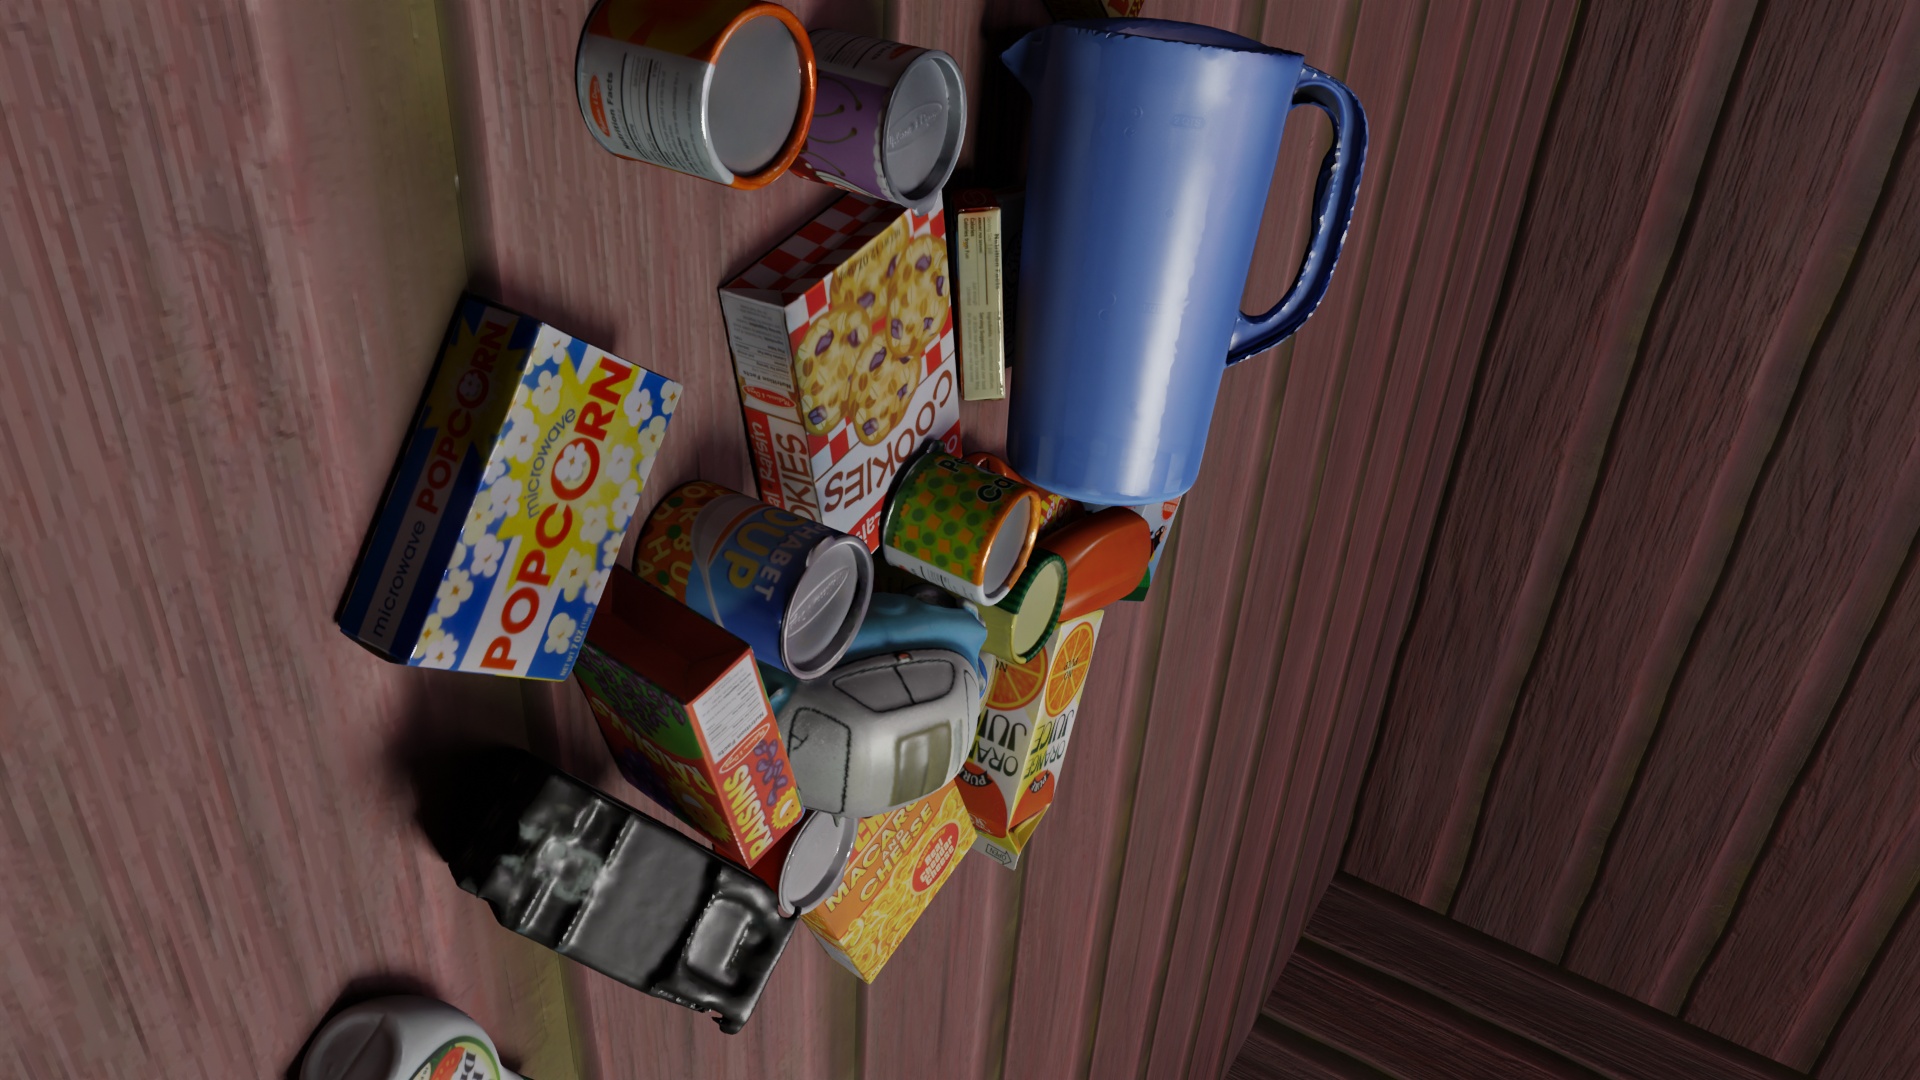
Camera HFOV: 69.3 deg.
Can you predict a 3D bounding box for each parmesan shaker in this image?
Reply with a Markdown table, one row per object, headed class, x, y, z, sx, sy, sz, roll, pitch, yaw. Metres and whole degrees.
| class | x | y | z | sx | sy | sz | roll | pitch | yaw |
| --- | --- | --- | --- | --- | --- | --- | --- | --- | --- |
| parmesan shaker | 0.001 | 0.023 | 0.782 | 0.072 | 0.103 | 0.071 | -45 | 146 | -42 |

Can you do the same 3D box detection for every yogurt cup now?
| class | x | y | z | sx | sy | sz | roll | pitch | yaw |
| --- | --- | --- | --- | --- | --- | --- | --- | --- | --- |
| yogurt cup | -0.095 | 0.160 | 0.749 | 0.073 | 0.054 | 0.072 | -44 | 145 | -42 |

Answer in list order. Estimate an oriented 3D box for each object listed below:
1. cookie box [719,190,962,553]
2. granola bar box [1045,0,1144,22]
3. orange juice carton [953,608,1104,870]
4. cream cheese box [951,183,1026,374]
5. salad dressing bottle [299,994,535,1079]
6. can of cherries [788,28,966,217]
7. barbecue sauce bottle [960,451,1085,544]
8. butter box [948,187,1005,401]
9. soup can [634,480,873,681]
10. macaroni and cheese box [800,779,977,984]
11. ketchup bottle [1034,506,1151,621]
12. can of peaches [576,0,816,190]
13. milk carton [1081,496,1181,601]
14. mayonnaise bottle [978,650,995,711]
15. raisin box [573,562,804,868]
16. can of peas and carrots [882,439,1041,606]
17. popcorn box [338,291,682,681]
| class | x | y | z | sx | sy | sz | roll | pitch | yaw |
| --- | --- | --- | --- | --- | --- | --- | --- | --- | --- |
| cookie box | -0.051 | -0.076 | 0.677 | 0.123 | 0.040 | 0.166 | -48 | 147 | -38 |
| granola bar box | 0.086 | -0.366 | 0.733 | 0.165 | 0.039 | 0.124 | -67 | 155 | -4 |
| orange juice carton | 0.031 | 0.129 | 0.961 | 0.073 | 0.072 | 0.192 | -12 | 119 | -60 |
| cream cheese box | 0.020 | -0.146 | 0.784 | 0.053 | 0.024 | 0.103 | -29 | 133 | -53 |
| salad dressing bottle | -0.212 | 0.233 | 0.581 | 0.064 | 0.044 | 0.147 | -60 | 154 | -22 |
| can of cherries | -0.039 | -0.180 | 0.600 | 0.072 | 0.058 | 0.071 | -46 | 146 | -43 |
| barbecue sauce bottle | 0.036 | -0.019 | 0.892 | 0.065 | 0.044 | 0.148 | -65 | 155 | -4 |
| butter box | 0.009 | -0.129 | 0.731 | 0.053 | 0.024 | 0.103 | -99 | -174 | -64 |
| soup can | -0.091 | 0.014 | 0.612 | 0.072 | 0.084 | 0.071 | -45 | 146 | -43 |
| macaroni and cheese box | -0.051 | 0.190 | 0.866 | 0.124 | 0.040 | 0.165 | -51 | 150 | -23 |
| ketchup bottle | 0.063 | 0.024 | 0.885 | 0.149 | 0.043 | 0.064 | -20 | 129 | -46 |
| can of peaches | -0.092 | -0.166 | 0.502 | 0.071 | 0.058 | 0.070 | -44 | 145 | -42 |
| milk carton | 0.122 | -0.056 | 1.003 | 0.073 | 0.072 | 0.190 | 8 | 102 | -64 |
| mayonnaise bottle | -0.001 | 0.085 | 0.842 | 0.148 | 0.041 | 0.065 | 79 | 29 | -84 |
| raisin box | -0.120 | 0.077 | 0.599 | 0.040 | 0.086 | 0.122 | -45 | 146 | -31 |
| can of peas and carrots | 0.003 | -0.009 | 0.714 | 0.071 | 0.059 | 0.070 | -51 | 154 | -36 |
| popcorn box | -0.160 | -0.015 | 0.504 | 0.085 | 0.038 | 0.126 | 23 | 88 | -65 |
